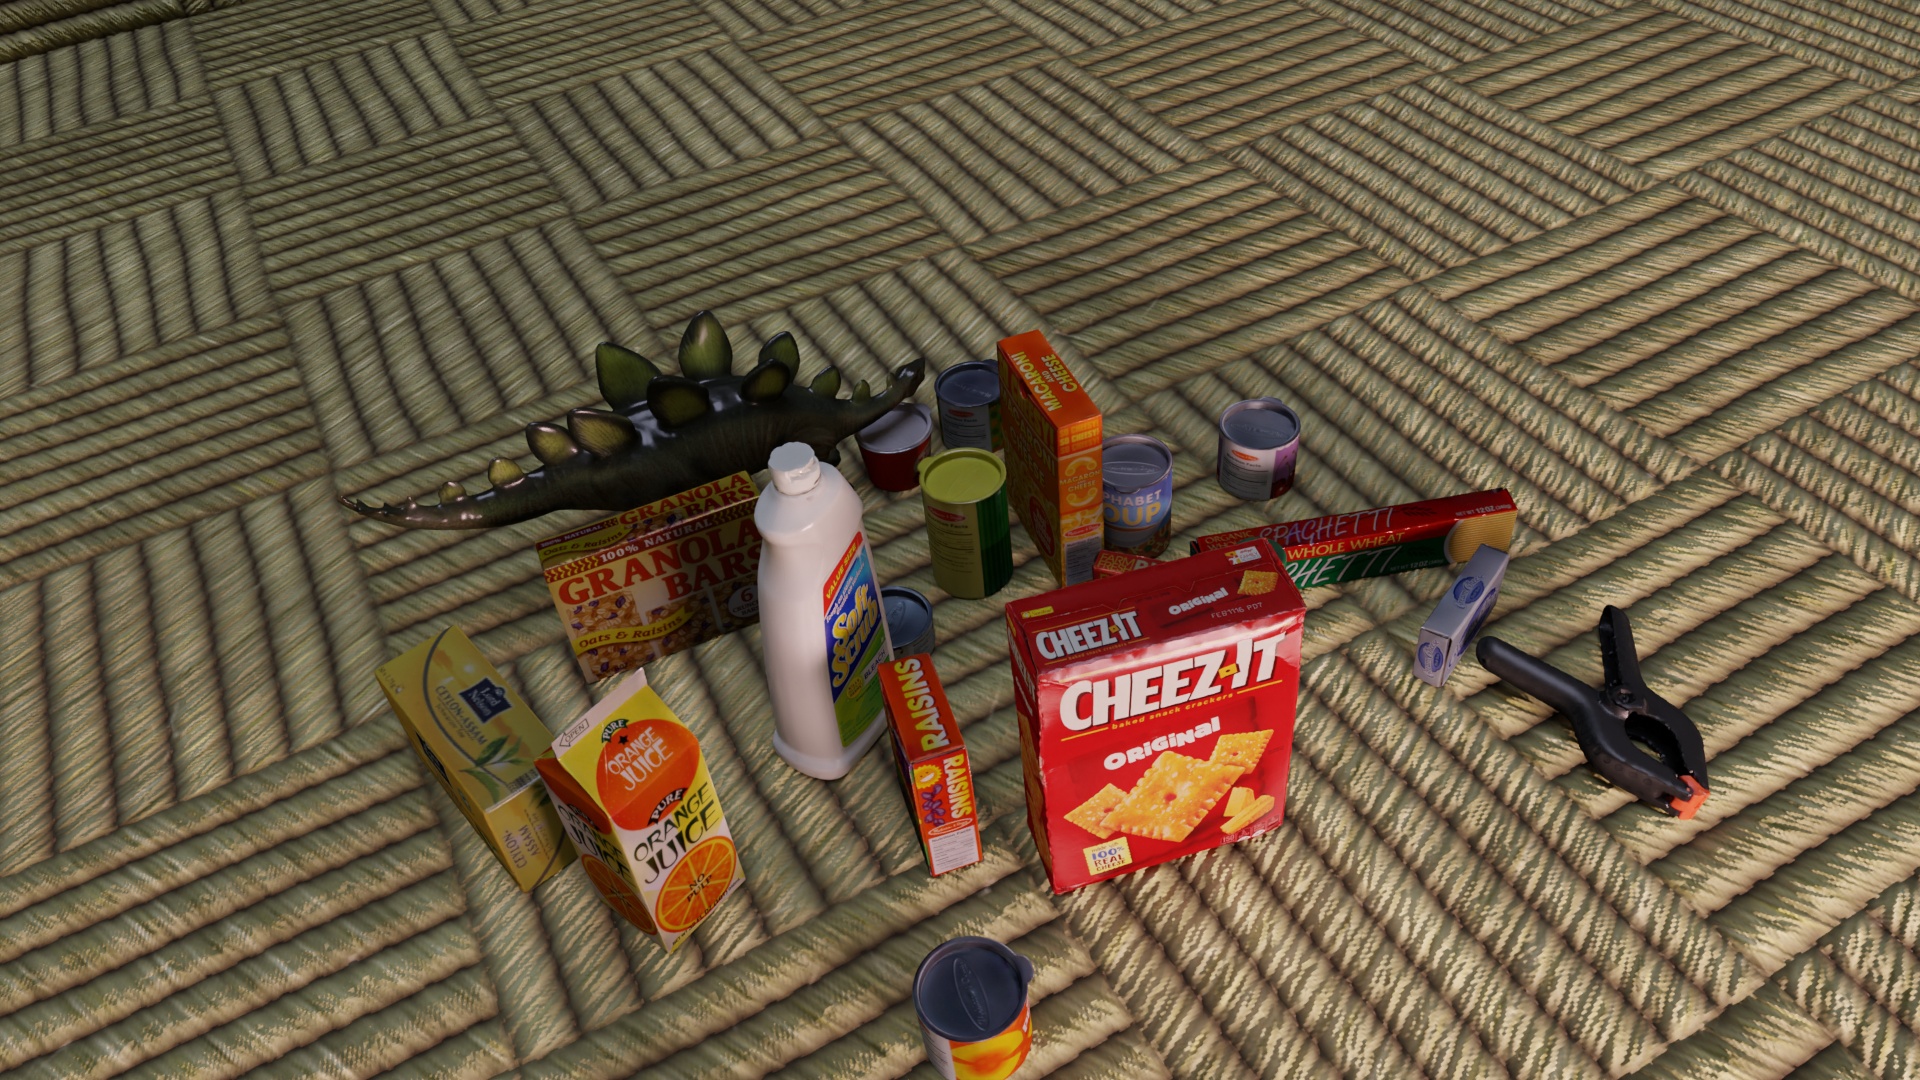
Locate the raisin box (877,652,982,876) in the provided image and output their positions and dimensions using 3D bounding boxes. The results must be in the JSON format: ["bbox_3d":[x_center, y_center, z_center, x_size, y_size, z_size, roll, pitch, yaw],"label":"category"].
[{"bbox_3d":[-0.021,0.146,0.905,0.040,0.122,0.086,-15,43,-8],"label":"raisin box"}]

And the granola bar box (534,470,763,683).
[{"bbox_3d":[-0.223,0.028,1.057,0.166,0.123,0.039,-20,44,-14],"label":"granola bar box"}]

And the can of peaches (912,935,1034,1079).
[{"bbox_3d":[0.010,0.275,0.811,0.071,0.057,0.071,-4,43,3],"label":"can of peaches"}]

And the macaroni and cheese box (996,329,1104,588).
[{"bbox_3d":[0.070,-0.062,1.086,0.040,0.165,0.124,-17,44,-11],"label":"macaroni and cheese box"}]

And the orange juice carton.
[{"bbox_3d":[-0.199,0.163,0.859,0.073,0.191,0.072,26,52,30],"label":"orange juice carton"}]

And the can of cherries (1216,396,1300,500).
[{"bbox_3d":[0.250,-0.077,1.160,0.071,0.058,0.072,-4,43,3],"label":"can of cherries"}]

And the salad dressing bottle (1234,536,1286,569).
[{"bbox_3d":[0.200,0.063,0.950,0.044,0.146,0.064,-23,45,-17],"label":"salad dressing bottle"}]

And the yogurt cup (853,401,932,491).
[{"bbox_3d":[-0.056,-0.079,1.203,0.072,0.053,0.073,-4,43,3],"label":"yogurt cup"}]

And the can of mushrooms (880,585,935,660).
[{"bbox_3d":[-0.055,0.068,1.059,0.071,0.033,0.071,-4,43,3],"label":"can of mushrooms"}]

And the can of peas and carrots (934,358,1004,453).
[{"bbox_3d":[0.014,-0.118,1.233,0.071,0.058,0.071,-4,43,3],"label":"can of peas and carrots"}]

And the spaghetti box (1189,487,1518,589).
[{"bbox_3d":[0.302,0.005,1.071,0.250,0.050,0.029,-9,43,-3],"label":"spaghetti box"}]

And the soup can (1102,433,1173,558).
[{"bbox_3d":[0.135,-0.031,1.106,0.071,0.083,0.072,-4,43,3],"label":"soup can"}]

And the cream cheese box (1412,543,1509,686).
[{"bbox_3d":[0.363,0.054,1.008,0.024,0.053,0.104,25,51,30],"label":"cream cheese box"}]

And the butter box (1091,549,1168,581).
[{"bbox_3d":[0.151,0.041,1.049,0.103,0.052,0.024,11,46,18],"label":"butter box"}]

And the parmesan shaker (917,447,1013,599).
[{"bbox_3d":[0.004,-0.014,1.089,0.071,0.102,0.072,-4,43,3],"label":"parmesan shaker"}]
